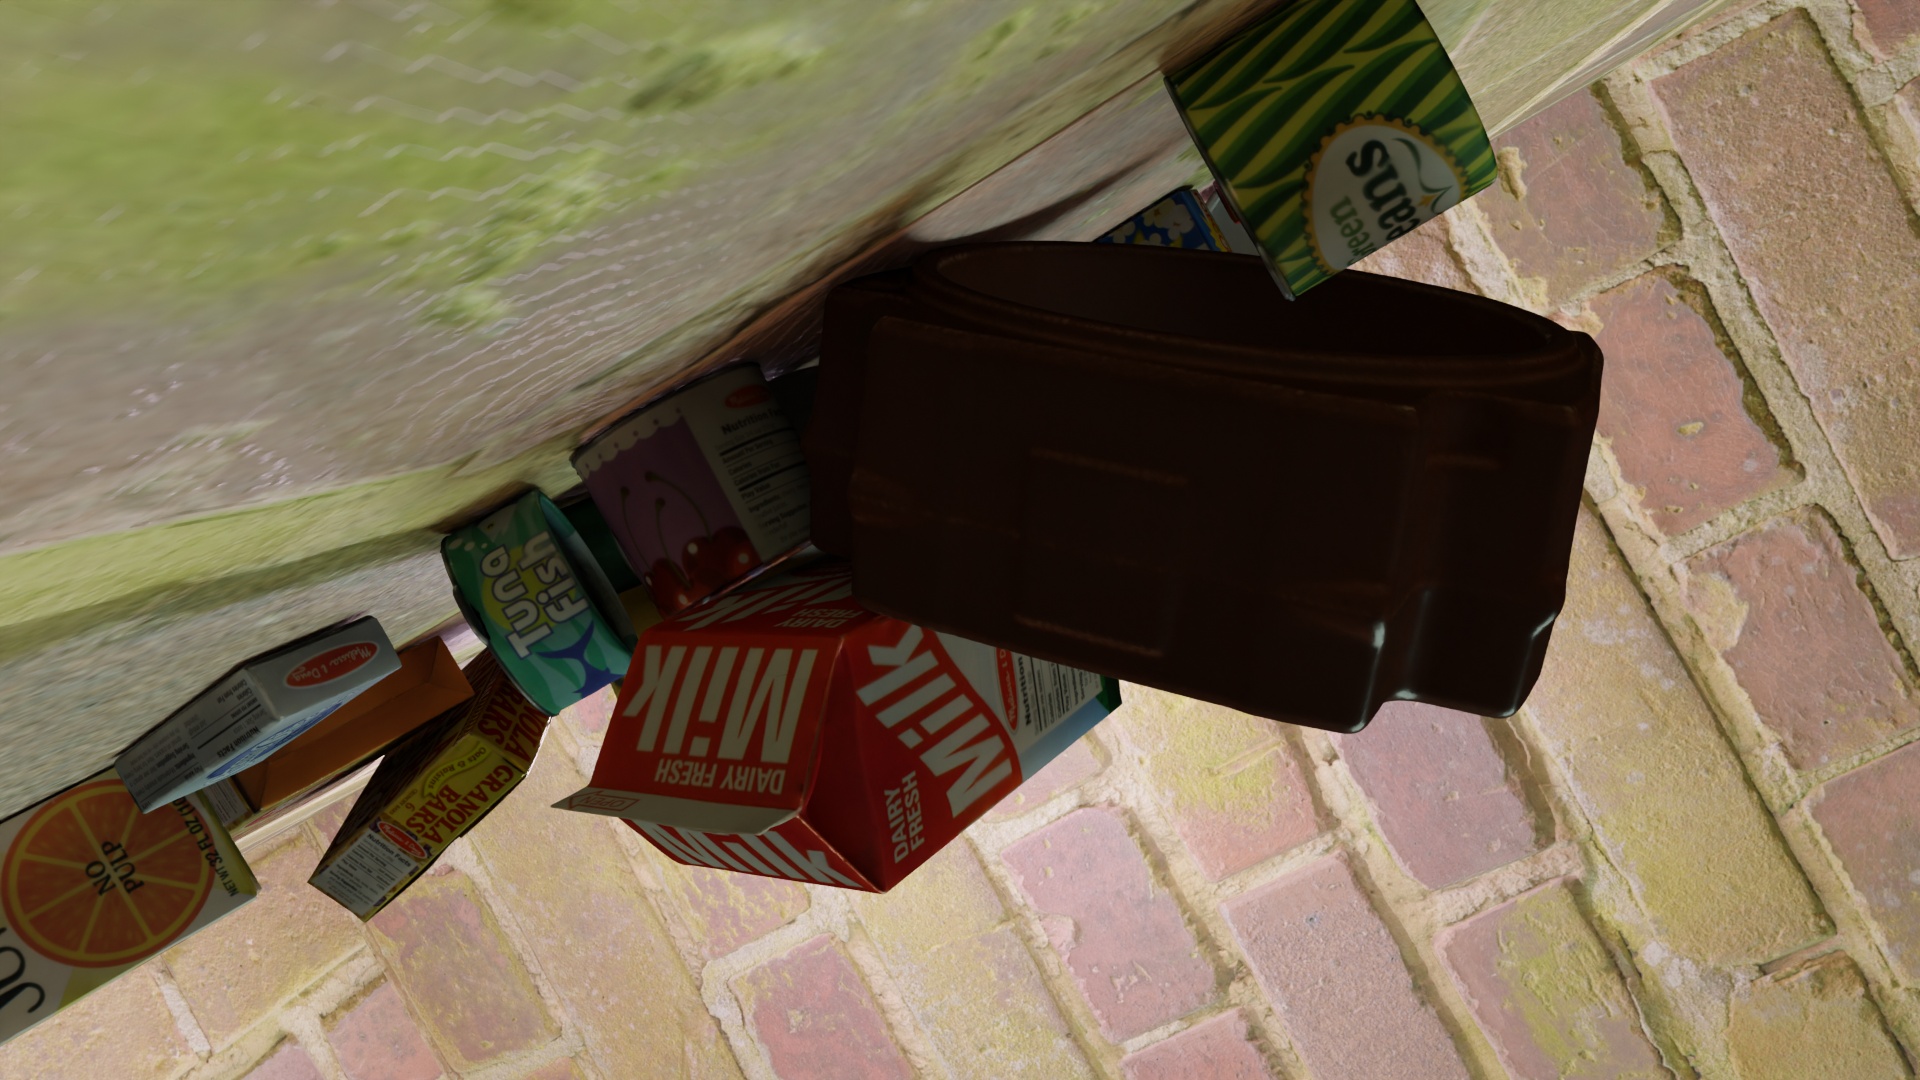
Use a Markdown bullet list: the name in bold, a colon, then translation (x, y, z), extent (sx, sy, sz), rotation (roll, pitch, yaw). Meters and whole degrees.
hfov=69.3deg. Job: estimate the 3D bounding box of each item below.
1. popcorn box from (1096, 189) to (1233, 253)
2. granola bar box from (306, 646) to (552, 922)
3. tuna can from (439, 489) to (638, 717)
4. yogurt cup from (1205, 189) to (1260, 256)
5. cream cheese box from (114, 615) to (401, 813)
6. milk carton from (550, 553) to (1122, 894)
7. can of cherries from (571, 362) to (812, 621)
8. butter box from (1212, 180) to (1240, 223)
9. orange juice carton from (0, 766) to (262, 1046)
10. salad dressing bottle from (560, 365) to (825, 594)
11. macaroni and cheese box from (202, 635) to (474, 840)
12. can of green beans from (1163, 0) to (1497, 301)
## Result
- **popcorn box**: translation (0.073, -0.093, 0.644), extent (0.126, 0.085, 0.038), rotation (-29, -178, 24)
- **granola bar box**: translation (-0.271, 0.112, 0.755), extent (0.124, 0.039, 0.166), rotation (-41, -161, 11)
- **tuna can**: translation (-0.130, 0.019, 0.435), extent (0.033, 0.071, 0.071), rotation (-31, -178, -6)
- **yogurt cup**: translation (0.152, -0.153, 0.695), extent (0.072, 0.072, 0.054), rotation (-29, -170, 16)
- **cream cheese box**: translation (-0.256, 0.063, 0.504), extent (0.103, 0.024, 0.053), rotation (-29, -179, 31)
- **milk carton**: translation (-0.027, 0.046, 0.414), extent (0.072, 0.073, 0.191), rotation (-2, -167, 32)
- **can of cherries**: translation (-0.080, -0.014, 0.437), extent (0.071, 0.058, 0.071), rotation (-30, -179, 1)
- **butter box**: translation (0.156, -0.173, 0.601), extent (0.053, 0.024, 0.103), rotation (-31, -178, -18)
- **orange juice carton**: translation (-0.374, 0.157, 0.519), extent (0.193, 0.072, 0.073), rotation (-31, -178, -30)
- **salad dressing bottle**: translation (-0.085, -0.015, 0.493), extent (0.147, 0.064, 0.044), rotation (-21, 172, 7)
- **macaroni and cheese box**: translation (-0.344, 0.114, 0.714), extent (0.166, 0.040, 0.124), rotation (-29, -177, 39)
- **can of green beans**: translation (0.093, -0.103, 0.350), extent (0.057, 0.071, 0.071), rotation (-29, -178, 19)
